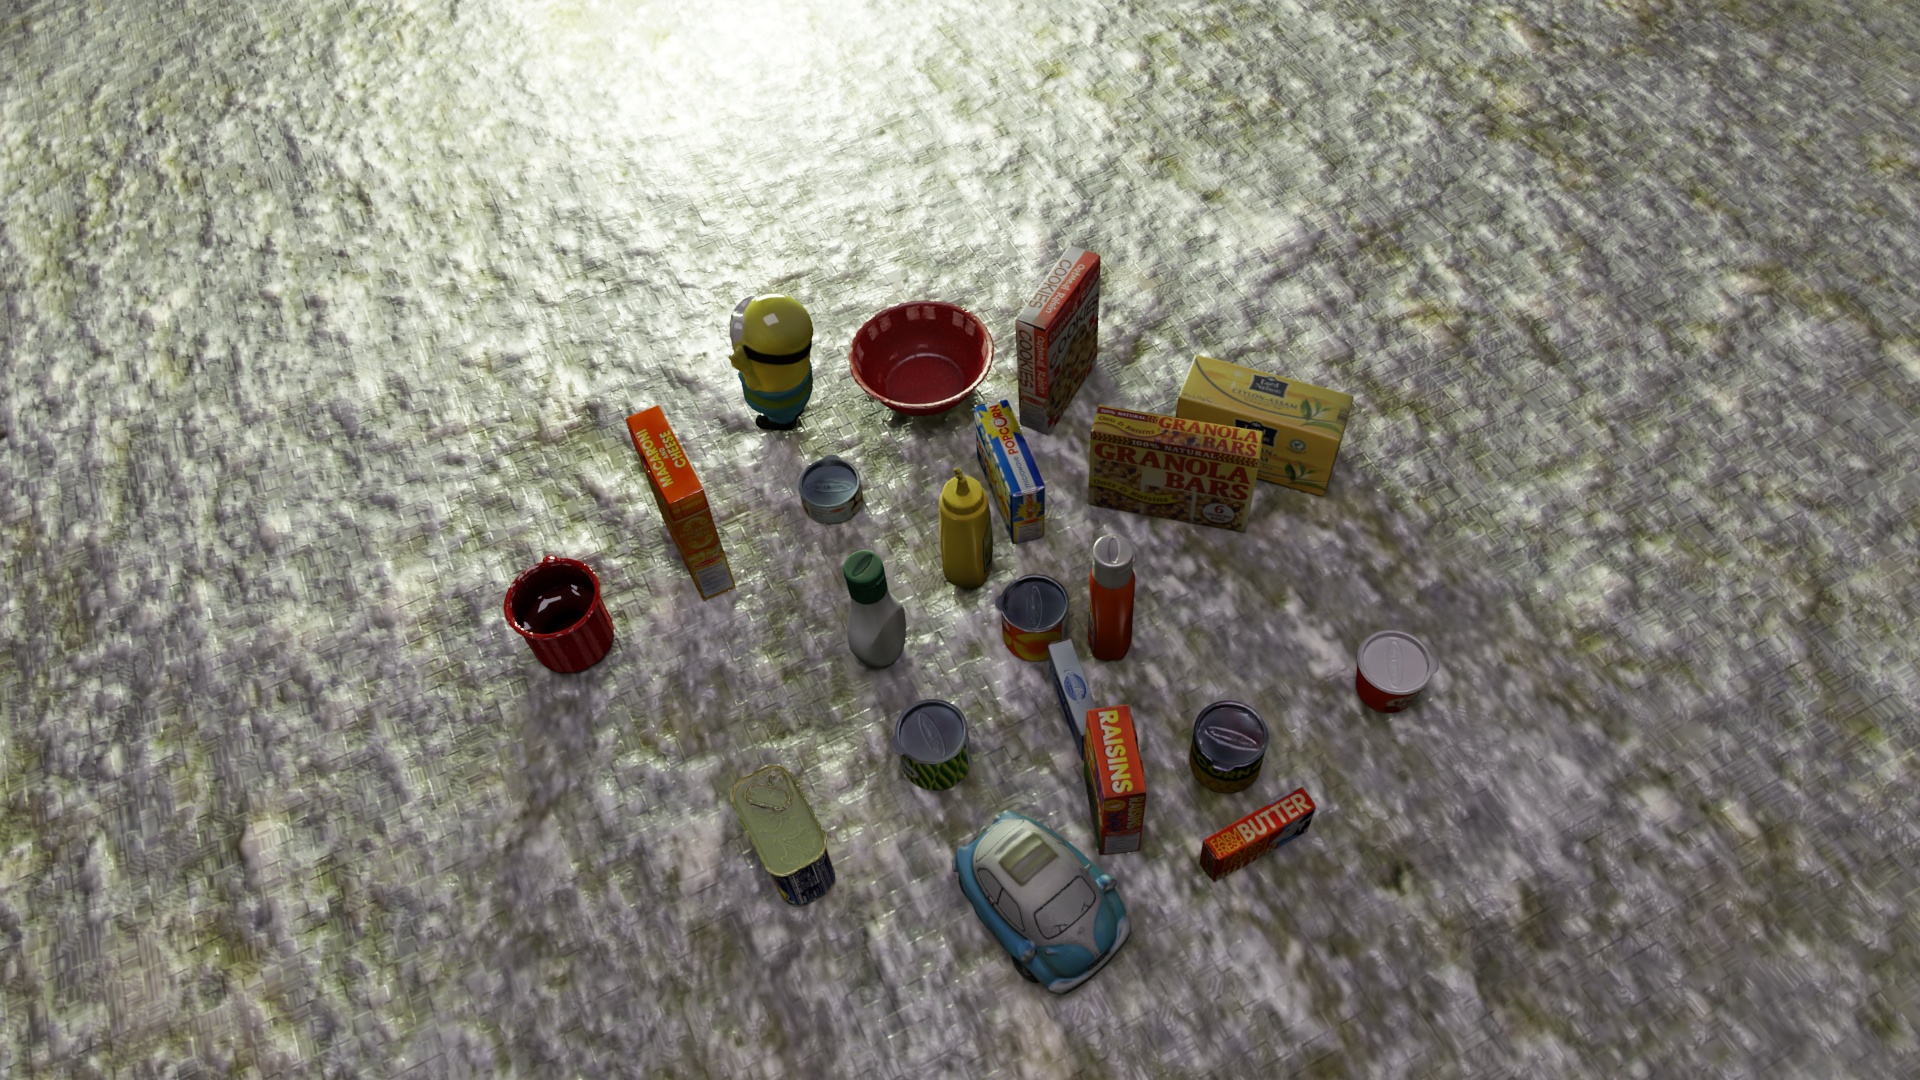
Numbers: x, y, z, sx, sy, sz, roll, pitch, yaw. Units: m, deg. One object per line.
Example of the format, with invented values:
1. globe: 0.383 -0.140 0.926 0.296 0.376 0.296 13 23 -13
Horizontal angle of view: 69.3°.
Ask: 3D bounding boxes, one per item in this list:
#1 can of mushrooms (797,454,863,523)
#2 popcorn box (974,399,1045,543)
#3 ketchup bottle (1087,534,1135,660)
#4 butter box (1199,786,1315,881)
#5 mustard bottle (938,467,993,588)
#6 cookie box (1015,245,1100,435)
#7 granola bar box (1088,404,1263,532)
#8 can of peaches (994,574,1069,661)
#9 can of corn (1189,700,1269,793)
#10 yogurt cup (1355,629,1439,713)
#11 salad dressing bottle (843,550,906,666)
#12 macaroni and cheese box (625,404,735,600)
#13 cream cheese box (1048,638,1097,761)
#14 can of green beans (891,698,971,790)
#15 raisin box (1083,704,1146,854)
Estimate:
1. can of mushrooms: -0.136 -0.054 1.467 0.071 0.033 0.071 -2 55 3
2. popcorn box: 0.051 -0.072 1.436 0.038 0.084 0.127 -16 55 -7
3. ketchup bottle: 0.142 0.051 1.303 0.043 0.148 0.065 2 55 5
4. butter box: 0.258 0.256 1.208 0.104 0.053 0.024 -25 57 -13
5. mustard bottle: 0.005 -0.017 1.354 0.049 0.159 0.065 6 55 8
6. cookie box: 0.106 -0.212 1.482 0.040 0.166 0.123 23 59 19
7. granola bar box: 0.215 -0.072 1.401 0.165 0.123 0.039 11 56 11
8. can of peaches: 0.070 0.075 1.346 0.071 0.057 0.071 -2 55 3
9. can of corn: 0.241 0.189 1.253 0.071 0.058 0.071 -2 55 3
10. yogurt cup: 0.400 0.124 1.291 0.072 0.053 0.073 -2 55 3
11. salad dressing bottle: -0.083 0.064 1.310 0.044 0.147 0.064 28 61 22
12. macaroni and cheese box: -0.278 -0.035 1.382 0.040 0.165 0.124 -25 57 -13
13. cream cheese box: 0.108 0.149 1.294 0.024 0.053 0.104 -15 55 -6
14. can of green beans: -0.024 0.188 1.273 0.071 0.057 0.071 -2 55 3
15. raisin box: 0.134 0.209 1.206 0.040 0.122 0.086 -7 55 -1
